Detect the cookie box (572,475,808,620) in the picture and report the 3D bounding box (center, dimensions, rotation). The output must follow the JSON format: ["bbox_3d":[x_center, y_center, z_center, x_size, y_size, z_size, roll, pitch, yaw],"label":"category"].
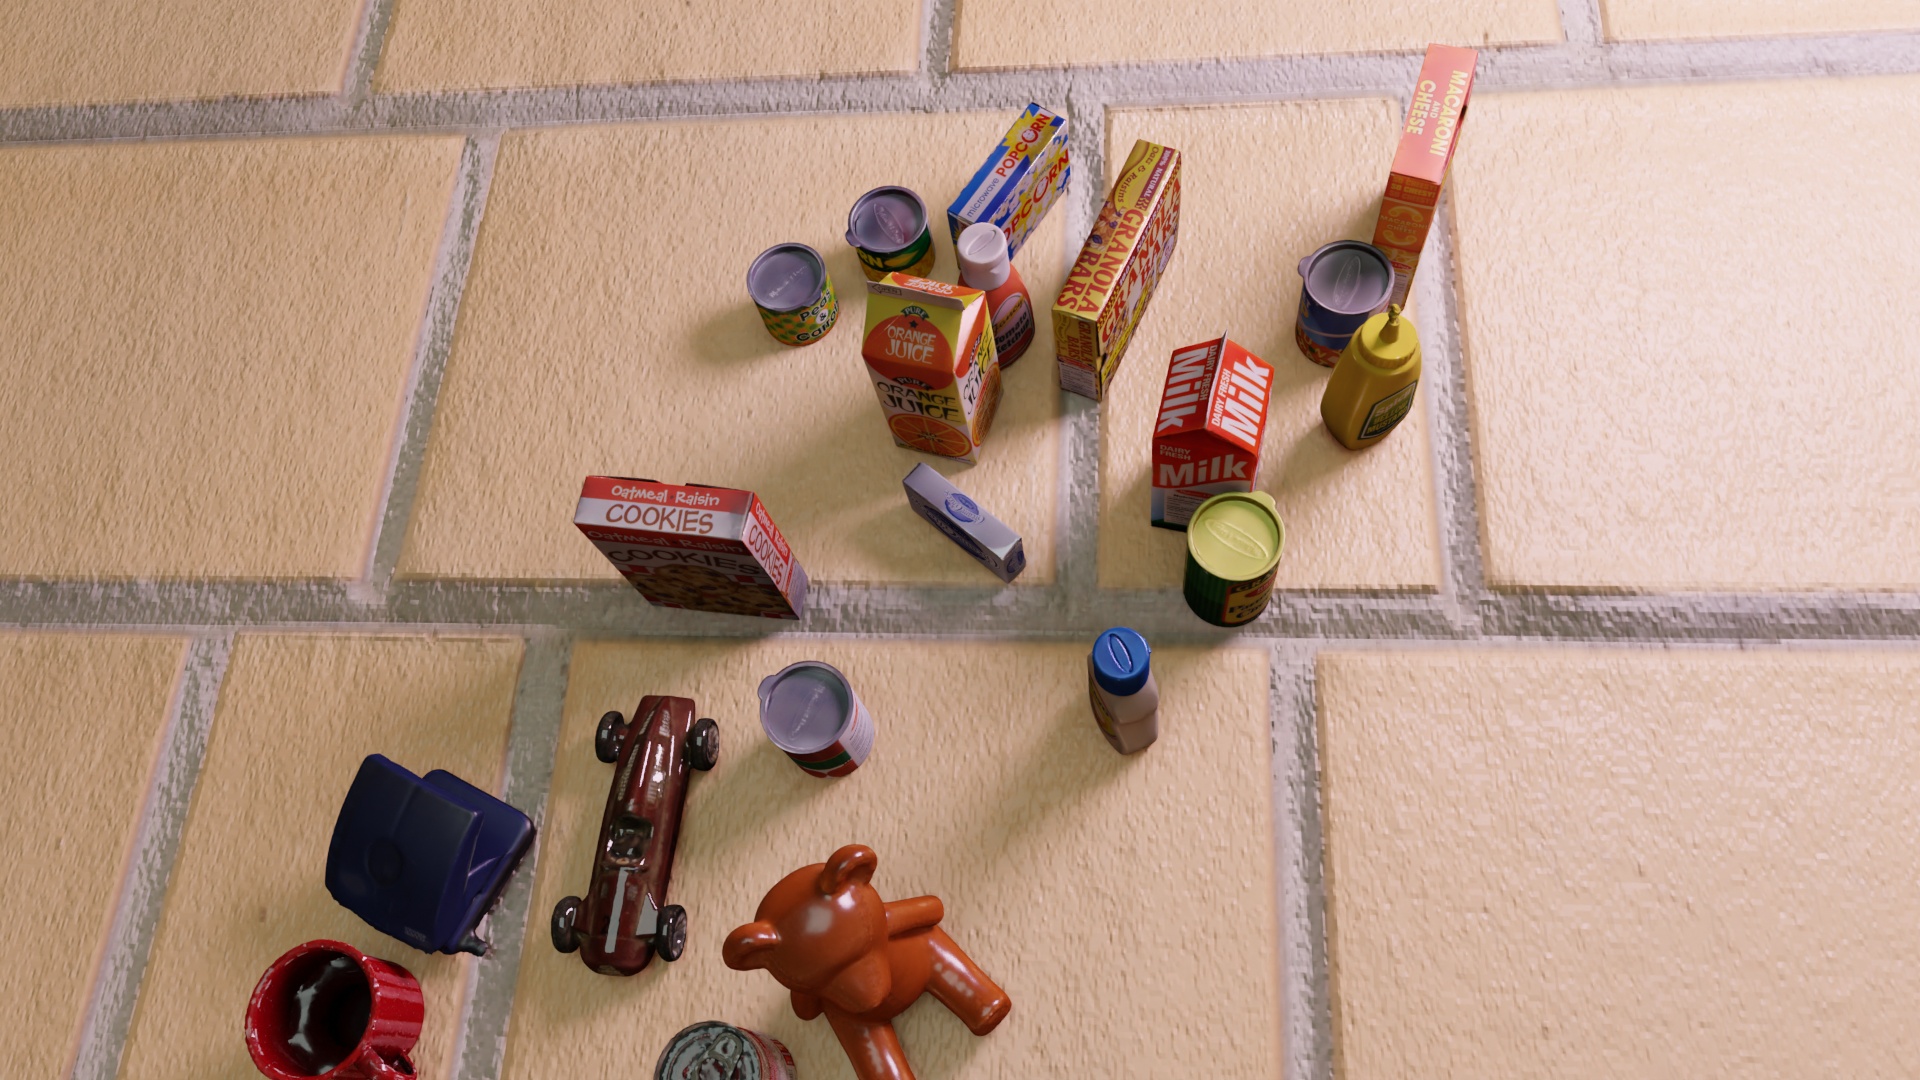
[{"bbox_3d":[-0.191,0.007,1.011,0.123,0.167,0.040,5,68,10],"label":"cookie box"}]

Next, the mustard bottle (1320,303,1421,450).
[{"bbox_3d":[0.301,-0.122,1.005,0.065,0.159,0.049,-31,67,-6],"label":"mustard bottle"}]

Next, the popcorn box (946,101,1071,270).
[{"bbox_3d":[0.042,-0.286,1.151,0.038,0.085,0.127,30,74,18],"label":"popcorn box"}]

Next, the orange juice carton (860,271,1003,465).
[{"bbox_3d":[-0.020,-0.135,1.035,0.072,0.192,0.073,14,70,13],"label":"orange juice carton"}]

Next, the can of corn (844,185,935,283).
[{"bbox_3d":[-0.059,-0.252,1.164,0.071,0.058,0.071,-3,67,6],"label":"can of corn"}]

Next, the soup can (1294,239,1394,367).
[{"bbox_3d":[0.293,-0.182,1.074,0.071,0.083,0.071,-3,67,7],"label":"soup can"}]

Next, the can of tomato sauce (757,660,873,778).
[{"bbox_3d":[-0.103,0.129,0.993,0.071,0.082,0.071,-3,67,7],"label":"can of tomato sauce"}]

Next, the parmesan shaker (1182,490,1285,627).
[{"bbox_3d":[0.196,0.014,0.992,0.071,0.102,0.071,-3,67,7],"label":"parmesan shaker"}]

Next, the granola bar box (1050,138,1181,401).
[{"bbox_3d":[0.125,-0.209,1.085,0.039,0.123,0.166,21,71,16],"label":"granola bar box"}]

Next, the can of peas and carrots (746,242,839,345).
[{"bbox_3d":[-0.136,-0.202,1.153,0.071,0.058,0.071,-3,67,6],"label":"can of peas and carrots"}]

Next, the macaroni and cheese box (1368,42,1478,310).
[{"bbox_3d":[0.349,-0.274,1.061,0.040,0.166,0.124,16,70,14],"label":"macaroni and cheese box"}]

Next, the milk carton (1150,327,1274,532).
[{"bbox_3d":[0.177,-0.072,0.984,0.073,0.190,0.072,11,69,12],"label":"milk carton"}]

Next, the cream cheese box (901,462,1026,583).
[{"bbox_3d":[0.004,-0.013,1.056,0.104,0.053,0.024,38,77,20],"label":"cream cheese box"}]

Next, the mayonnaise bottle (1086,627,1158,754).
[{"bbox_3d":[0.109,0.099,0.943,0.041,0.147,0.065,-24,66,-3],"label":"mayonnaise bottle"}]

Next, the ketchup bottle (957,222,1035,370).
[{"bbox_3d":[0.023,-0.189,1.077,0.065,0.148,0.043,-44,69,-11],"label":"ketchup bottle"}]
